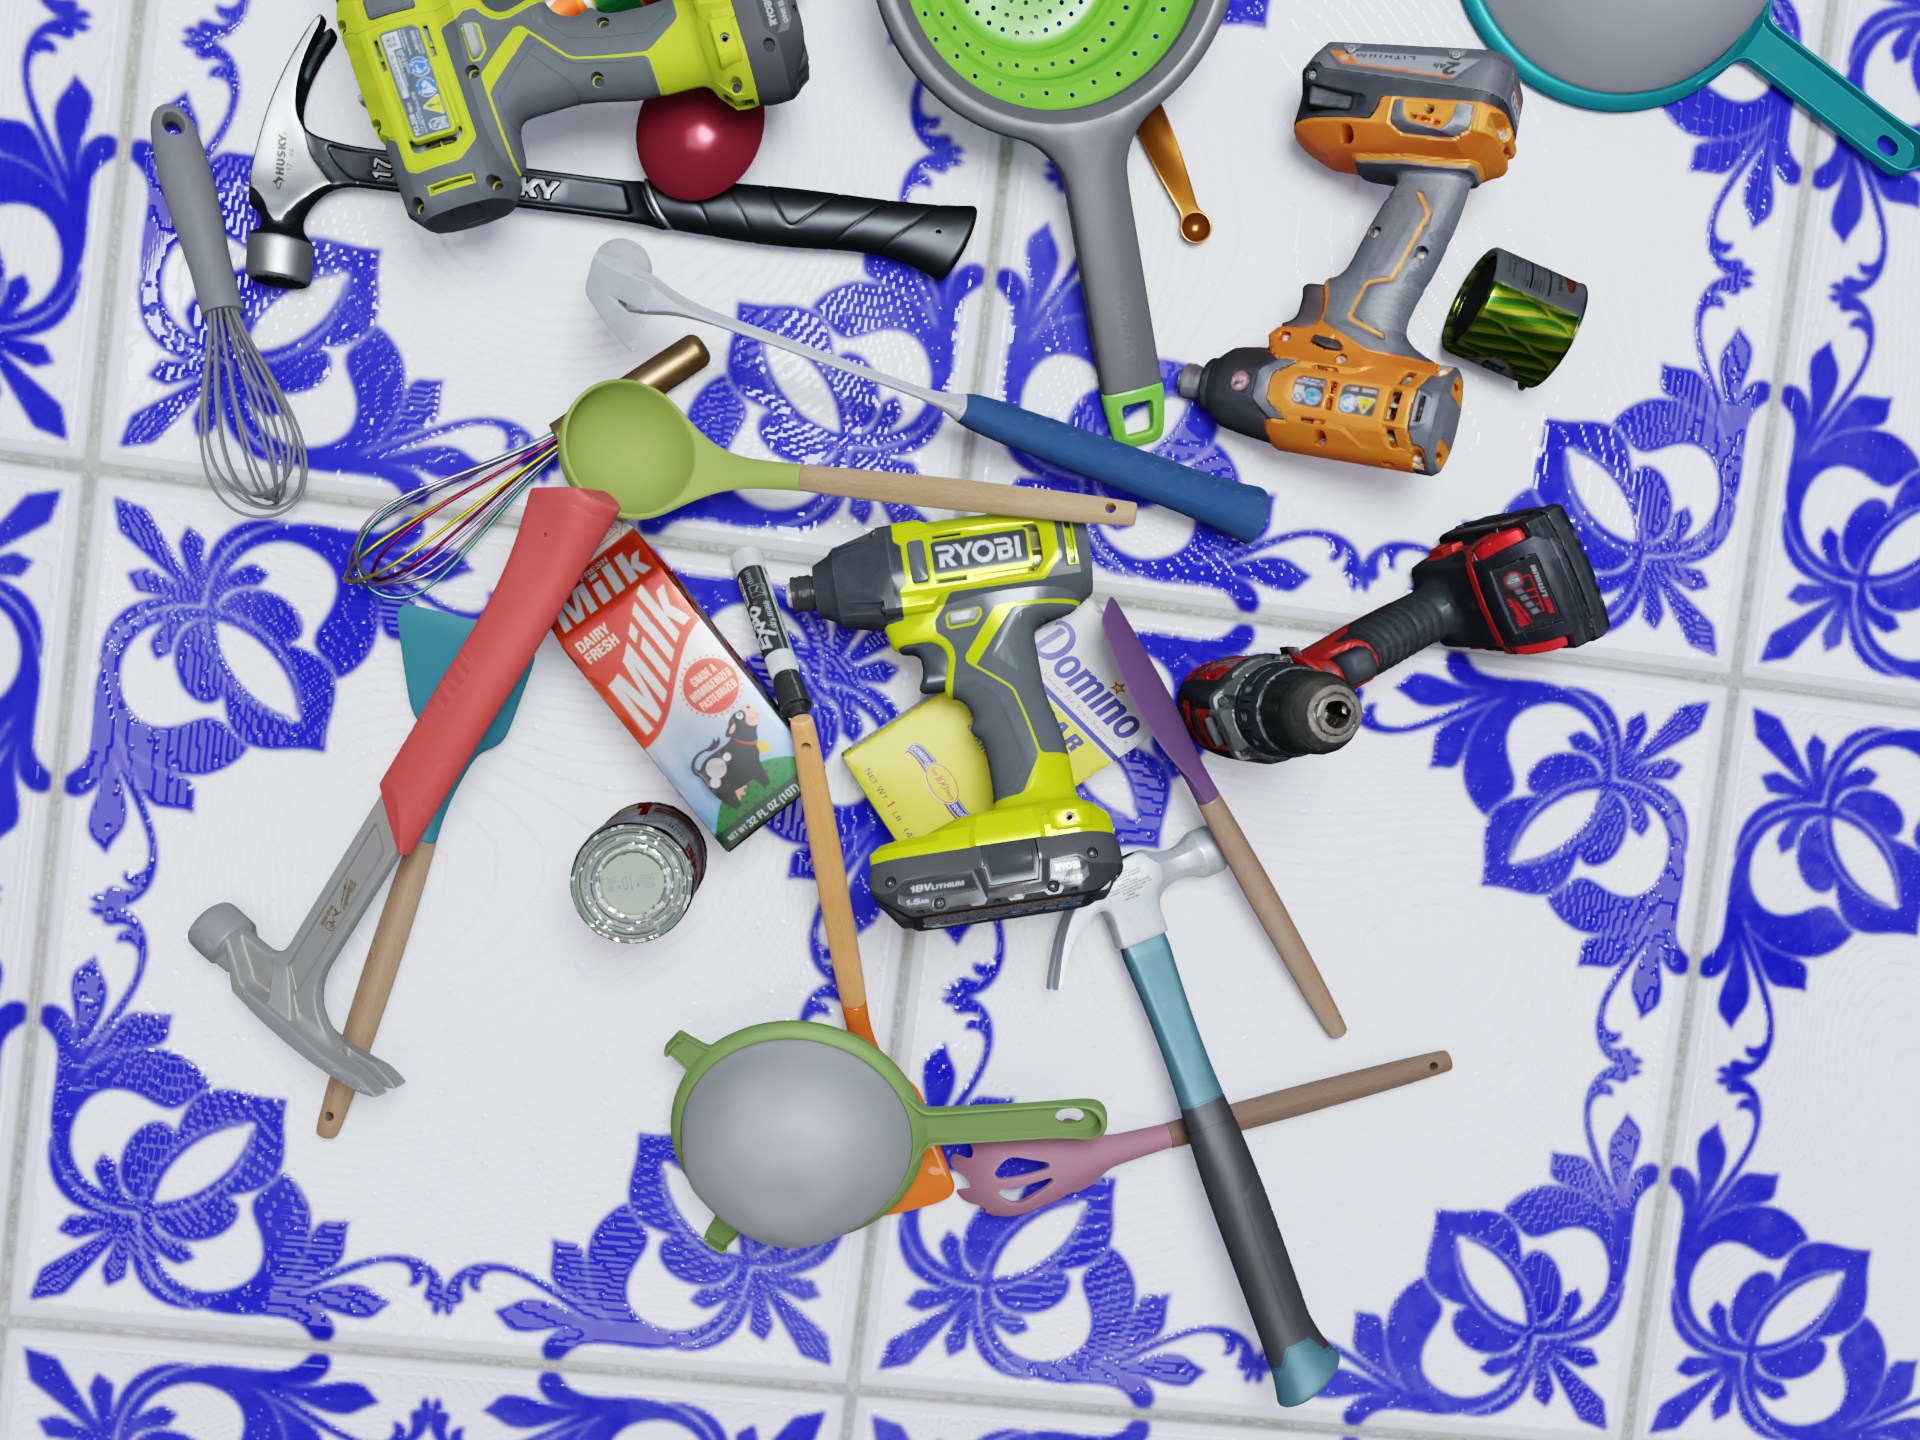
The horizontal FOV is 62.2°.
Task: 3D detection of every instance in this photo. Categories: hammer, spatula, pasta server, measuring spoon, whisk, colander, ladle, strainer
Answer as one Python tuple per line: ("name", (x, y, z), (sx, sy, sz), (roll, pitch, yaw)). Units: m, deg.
("hammer", (-0.194, -0.304, 0.915), (0.409, 0.036, 0.149), (5, 91, -6))
("hammer", (-0.009, -0.176, 0.887), (0.405, 0.144, 0.035), (17, 109, -17))
("spatula", (-0.324, 0.094, 0.917), (0.082, 0.044, 0.317), (18, 92, 1))
("pasta server", (0.151, 0.246, 0.977), (0.316, 0.040, 0.060), (-13, 94, -8))
("measuring spoon", (0.121, -0.340, 0.954), (0.021, 0.011, 0.117), (-24, 91, -4))
("whisk", (-0.247, -0.147, 0.913), (0.245, 0.047, 0.051), (-35, 94, -6))
("colander", (0.062, -0.357, 0.917), (0.204, 0.095, 0.396), (-15, 112, -5))
("ladle", (-0.087, -0.433, 0.905), (0.069, 0.031, 0.315), (31, 81, -5))
("whisk", (-0.418, -0.230, 0.894), (0.055, 0.055, 0.239), (-15, 89, -4))
("strainer", (0.456, -0.439, 0.934), (0.340, 0.095, 0.211), (35, 89, -4))
("spatula", (0.156, 0.067, 0.934), (0.018, 0.060, 0.315), (-22, 111, 24))
("strainer", (-0.044, 0.248, 0.903), (0.256, 0.069, 0.151), (-5, 111, 5))
("hammer", (-0.285, 0.030, 0.871), (0.149, 0.036, 0.359), (37, 102, 9))
("hammer", (0.149, 0.238, 0.941), (0.128, 0.033, 0.331), (-19, 86, -11))
("spatula", (-0.064, 0.147, 0.915), (0.081, 0.041, 0.322), (-9, 115, -2))
("ladle", (-0.063, -0.134, 0.870), (0.320, 0.062, 0.078), (7, 81, 7))

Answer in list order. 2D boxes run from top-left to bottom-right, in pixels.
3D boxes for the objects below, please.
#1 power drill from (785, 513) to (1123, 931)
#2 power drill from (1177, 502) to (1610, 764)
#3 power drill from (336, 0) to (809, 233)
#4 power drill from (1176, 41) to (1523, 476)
("power drill", (-0.001, -0.003, 0.880), (0.171, 0.080, 0.223), (-8, 76, 0))
("power drill", (0.243, -0.040, 0.892), (0.226, 0.188, 0.080), (-25, 95, -7))
("power drill", (-0.208, -0.378, 0.823), (0.228, 0.080, 0.190), (-17, 97, -3))
("power drill", (0.223, -0.264, 0.918), (0.164, 0.084, 0.226), (15, 93, 25))
